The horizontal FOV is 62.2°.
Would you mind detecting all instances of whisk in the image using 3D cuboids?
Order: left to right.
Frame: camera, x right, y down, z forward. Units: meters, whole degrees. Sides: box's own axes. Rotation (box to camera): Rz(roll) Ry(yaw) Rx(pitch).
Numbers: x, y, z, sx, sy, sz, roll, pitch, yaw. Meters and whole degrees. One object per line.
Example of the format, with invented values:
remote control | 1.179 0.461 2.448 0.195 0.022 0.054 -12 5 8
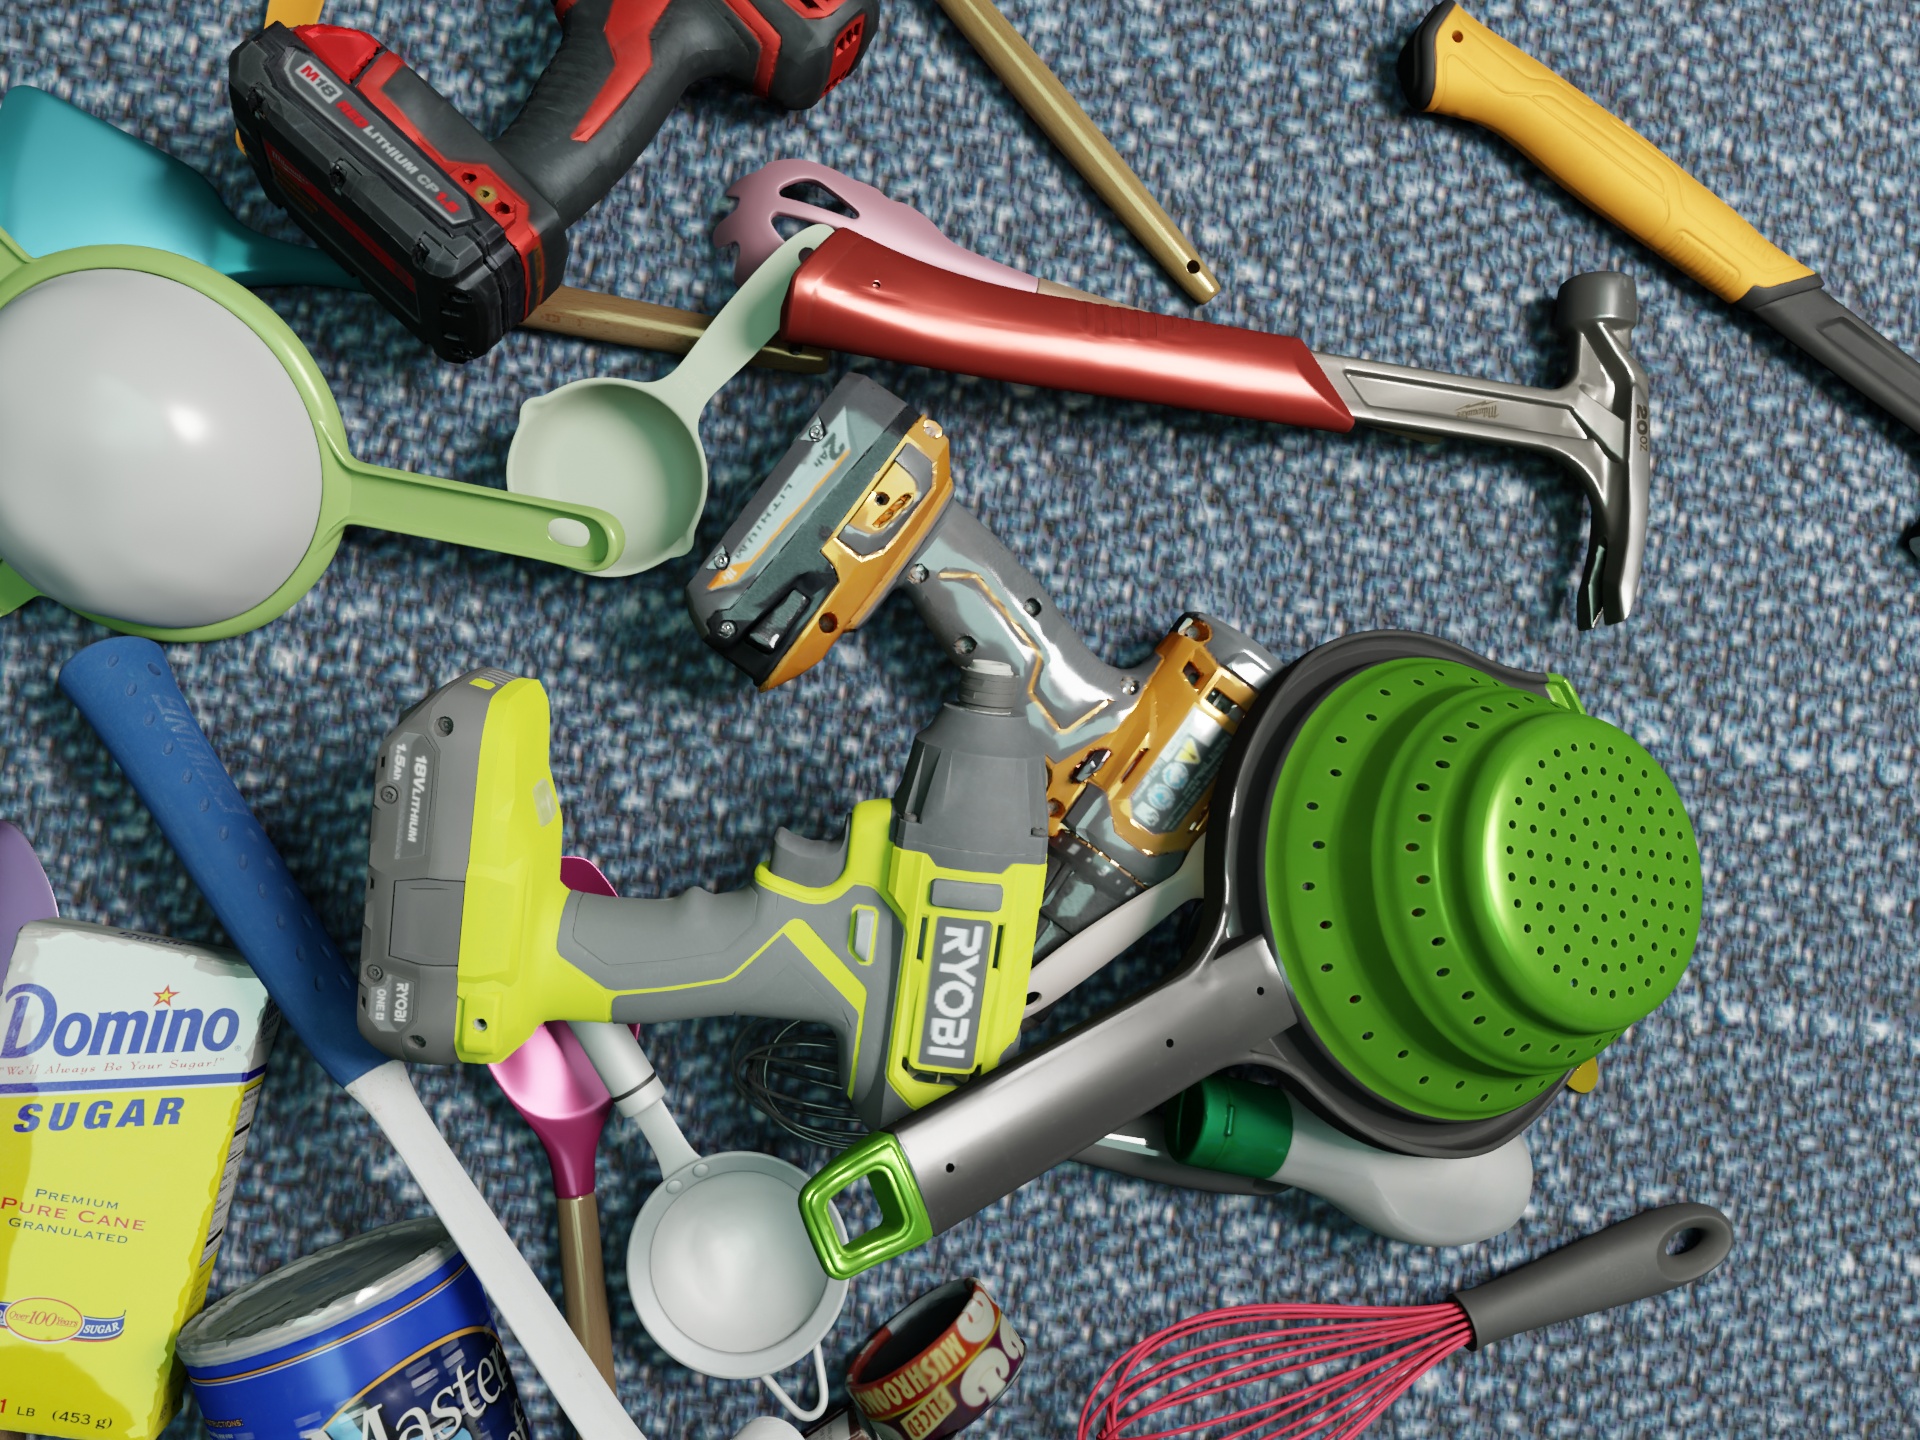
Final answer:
whisk | 0.025 0.158 0.638 0.239 0.055 0.055 13 87 -9
whisk | 0.186 0.250 0.646 0.296 0.073 0.073 -14 90 -12

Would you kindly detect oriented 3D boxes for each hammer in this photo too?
hammer | -0.206 0.135 0.564 0.035 0.144 0.406 -41 79 18
hammer | 0.108 -0.129 0.629 0.359 0.037 0.149 6 83 -13
hammer | 0.336 -0.204 0.682 0.337 0.034 0.127 34 86 -4

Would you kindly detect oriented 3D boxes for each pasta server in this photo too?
pasta server | 0.054 -0.166 0.660 0.316 0.040 0.060 16 87 -9

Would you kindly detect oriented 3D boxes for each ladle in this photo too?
ladle | 0.001 -0.295 0.657 0.069 0.031 0.315 -42 94 -6

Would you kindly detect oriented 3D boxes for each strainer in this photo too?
strainer | -0.254 -0.081 0.574 0.256 0.069 0.151 11 111 -1
strainer | -0.119 0.151 0.616 0.087 0.050 0.258 -30 94 -1

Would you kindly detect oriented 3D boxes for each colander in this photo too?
colander | 0.132 0.085 0.544 0.397 0.094 0.204 -22 91 -28

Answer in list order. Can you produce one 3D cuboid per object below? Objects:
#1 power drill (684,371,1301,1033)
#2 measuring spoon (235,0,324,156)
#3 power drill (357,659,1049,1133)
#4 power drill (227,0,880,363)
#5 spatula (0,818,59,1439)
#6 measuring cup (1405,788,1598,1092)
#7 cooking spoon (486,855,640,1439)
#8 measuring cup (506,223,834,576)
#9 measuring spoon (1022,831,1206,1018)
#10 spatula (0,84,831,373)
power drill | -0.001 -0.002 0.624 0.226 0.084 0.185 36 87 -8
measuring spoon | -0.268 -0.278 0.639 0.021 0.011 0.117 12 84 -4
power drill | -0.083 0.054 0.556 0.223 0.080 0.171 7 98 -5
power drill | -0.164 -0.268 0.601 0.188 0.080 0.227 43 71 -3
spatula | -0.371 0.196 0.610 0.059 0.018 0.316 -4 88 -6
measuring cup | 0.223 0.095 0.672 0.062 0.029 0.156 -38 104 -10
cooking spoon | -0.151 0.213 0.630 0.068 0.017 0.319 -5 89 -22
measuring cup | -0.107 -0.129 0.627 0.083 0.038 0.167 42 89 -11
measuring spoon | 0.067 0.081 0.602 0.124 0.018 0.034 -34 129 -6
spatula | -0.208 -0.172 0.624 0.317 0.044 0.082 9 84 -6
